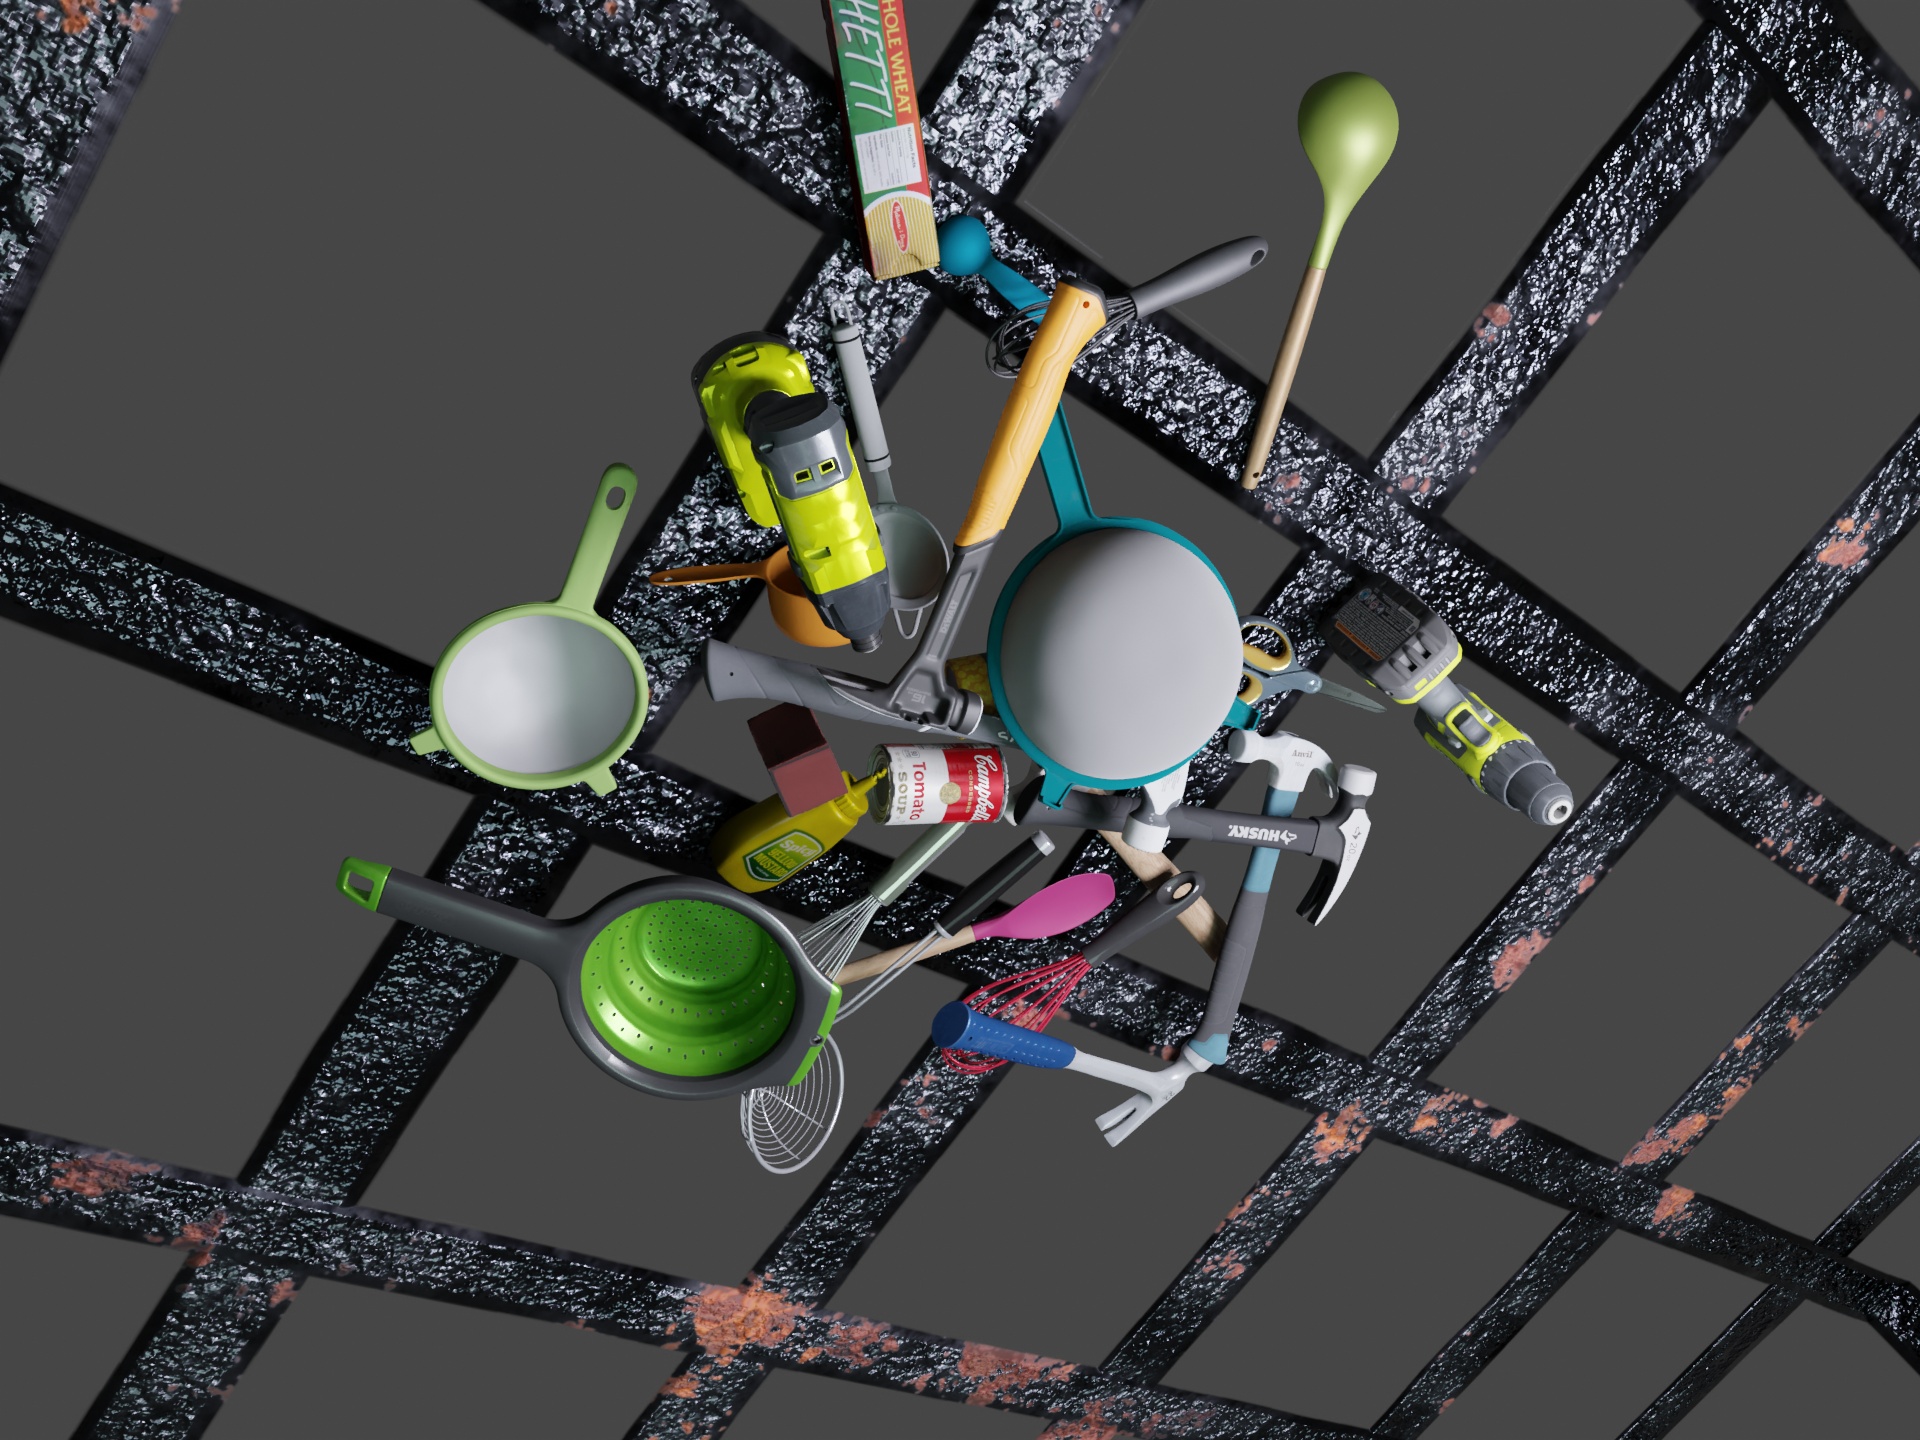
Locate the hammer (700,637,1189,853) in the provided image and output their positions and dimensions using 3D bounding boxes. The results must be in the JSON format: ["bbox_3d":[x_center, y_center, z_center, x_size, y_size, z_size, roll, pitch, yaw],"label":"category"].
[{"bbox_3d":[-0.002,-0.004,1.226,0.408,0.036,0.149,13,102,-20],"label":"hammer"}]

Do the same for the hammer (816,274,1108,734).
[{"bbox_3d":[0.014,-0.153,1.126,0.127,0.034,0.337,15,107,-29],"label":"hammer"}]

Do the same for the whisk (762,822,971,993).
[{"bbox_3d":[-0.076,0.157,1.368,0.246,0.058,0.059,-44,95,3],"label":"whisk"}]

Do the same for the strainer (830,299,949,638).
[{"bbox_3d":[-0.057,-0.184,1.171,0.087,0.050,0.258,4,123,28],"label":"strainer"}]

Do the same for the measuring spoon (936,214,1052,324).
[{"bbox_3d":[0.035,-0.313,1.138,0.128,0.021,0.042,29,106,-33],"label":"measuring spoon"}]

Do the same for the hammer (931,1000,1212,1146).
[{"bbox_3d":[0.099,0.318,1.473,0.144,0.035,0.405,-46,142,12],"label":"hammer"}]

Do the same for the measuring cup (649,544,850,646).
[{"bbox_3d":[-0.141,-0.091,1.181,0.173,0.095,0.052,-3,127,2],"label":"measuring cup"}]

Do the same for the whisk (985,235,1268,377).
[{"bbox_3d":[0.124,-0.306,1.160,0.239,0.055,0.055,-26,126,-14],"label":"whisk"}]

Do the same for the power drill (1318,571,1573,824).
[{"bbox_3d":[0.426,-0.011,1.376,0.080,0.191,0.228,-44,121,9],"label":"power drill"}]

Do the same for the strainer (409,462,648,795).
[{"bbox_3d":[-0.284,-0.074,1.131,0.151,0.069,0.256,15,112,-26],"label":"strainer"}]

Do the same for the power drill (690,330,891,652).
[{"bbox_3d":[-0.107,-0.156,1.054,0.080,0.223,0.171,-22,125,-7],"label":"power drill"}]

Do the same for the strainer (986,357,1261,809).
[{"bbox_3d":[0.113,-0.107,1.178,0.211,0.095,0.340,-21,102,-14],"label":"strainer"}]

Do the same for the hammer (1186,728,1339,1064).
[{"bbox_3d":[0.269,0.169,1.482,0.128,0.033,0.331,5,106,-27],"label":"hammer"}]

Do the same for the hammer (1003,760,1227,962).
[{"bbox_3d":[0.170,0.125,1.453,0.130,0.031,0.331,-40,126,6],"label":"hammer"}]

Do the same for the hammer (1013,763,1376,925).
[{"bbox_3d":[0.204,0.095,1.389,0.334,0.035,0.146,7,102,-20],"label":"hammer"}]

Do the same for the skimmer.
[{"bbox_3d":[-0.047,0.239,1.365,0.363,0.090,0.127,-41,139,6],"label":"skimmer"}]

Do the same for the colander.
[{"bbox_3d":[-0.292,0.171,1.278,0.397,0.095,0.204,21,112,-11],"label":"colander"}]

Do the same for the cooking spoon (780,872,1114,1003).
[{"bbox_3d":[-0.014,0.197,1.418,0.319,0.017,0.068,-18,133,-5],"label":"cooking spoon"}]

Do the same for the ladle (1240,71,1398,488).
[{"bbox_3d":[0.258,-0.326,1.214,0.078,0.062,0.320,-3,128,-21],"label":"ladle"}]

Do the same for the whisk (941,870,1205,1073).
[{"bbox_3d":[0.101,0.227,1.453,0.296,0.073,0.073,-37,126,9],"label":"whisk"}]
